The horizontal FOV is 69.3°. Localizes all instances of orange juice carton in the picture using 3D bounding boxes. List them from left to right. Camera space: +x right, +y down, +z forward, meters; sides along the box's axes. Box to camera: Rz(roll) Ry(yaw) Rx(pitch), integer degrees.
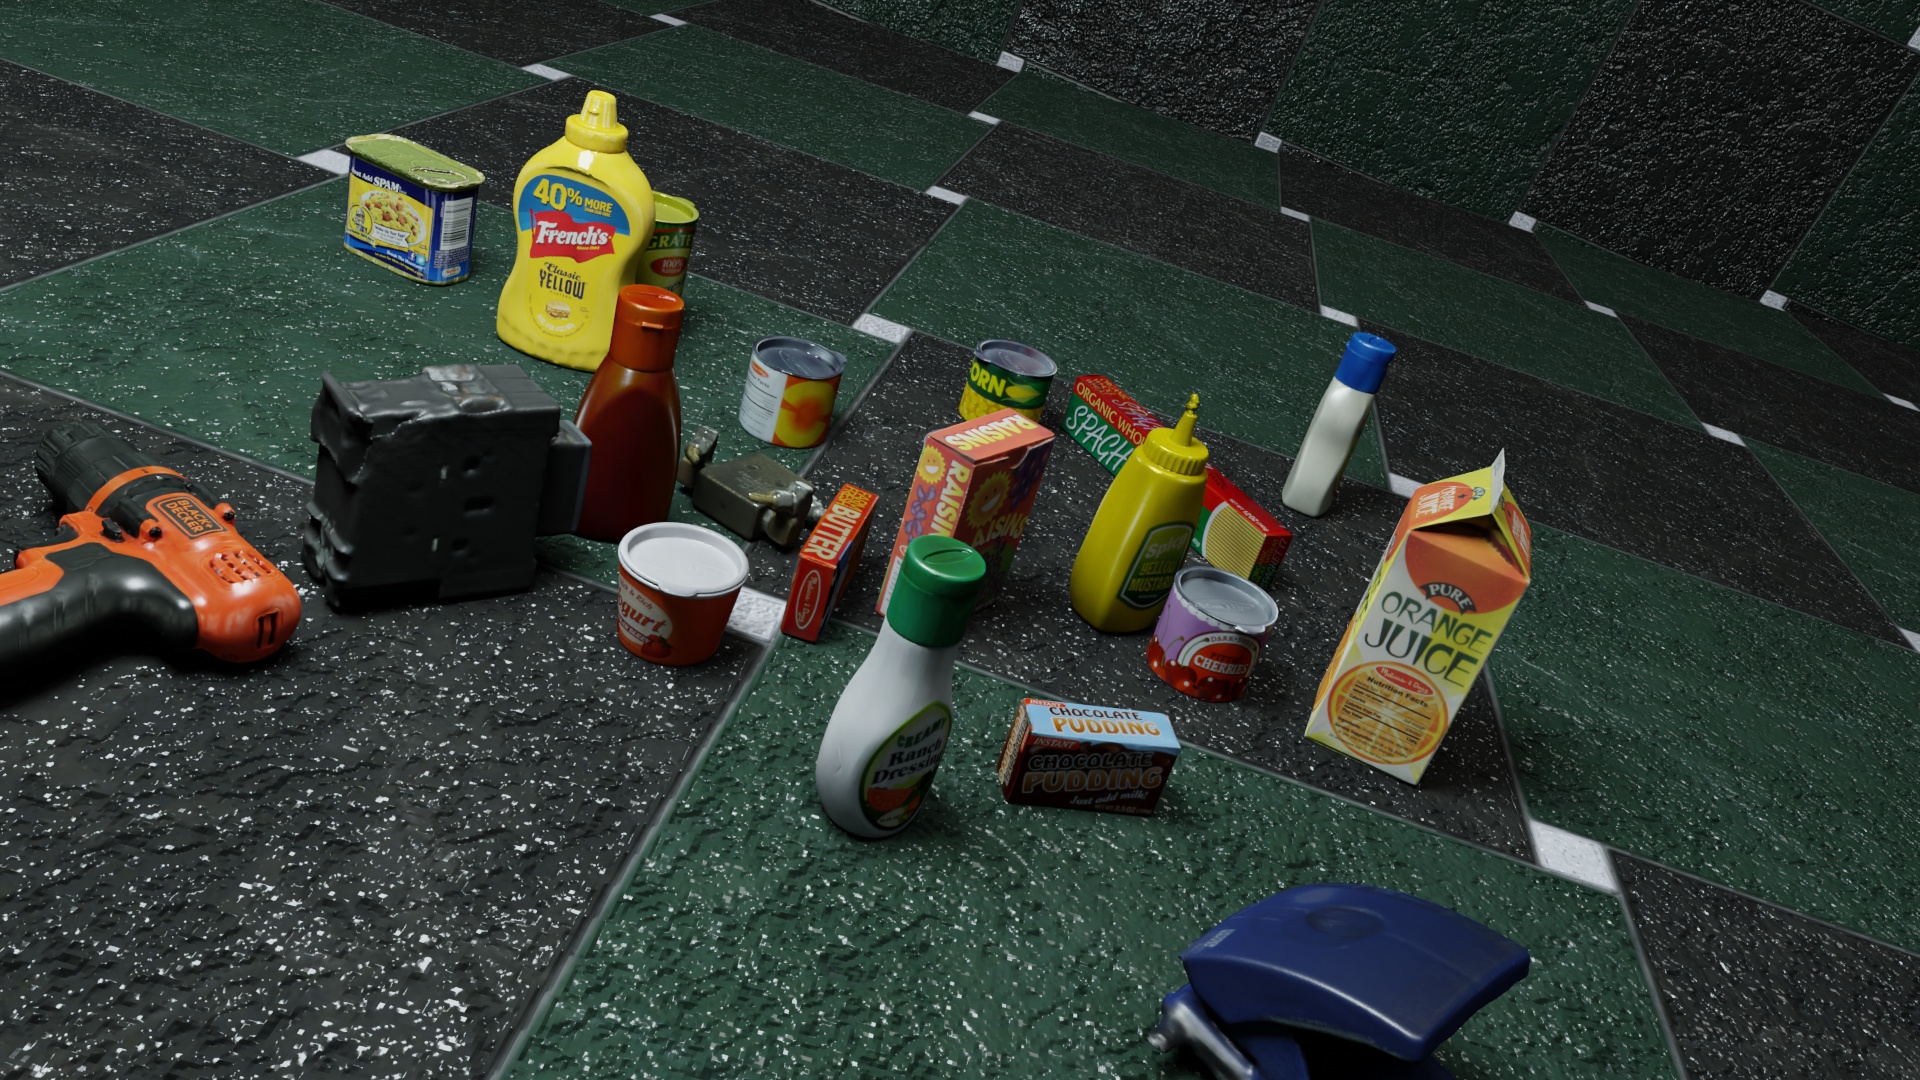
[{"bbox_3d":[0.276,0.040,0.816,0.073,0.191,0.072,24,28,12],"label":"orange juice carton"}]

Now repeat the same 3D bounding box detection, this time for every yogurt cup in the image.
[{"bbox_3d":[-0.151,0.030,0.737,0.072,0.053,0.073,14,28,-7],"label":"yogurt cup"}]

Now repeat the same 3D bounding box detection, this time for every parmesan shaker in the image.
[{"bbox_3d":[-0.241,-0.209,1.063,0.071,0.102,0.071,14,28,-7],"label":"parmesan shaker"}]

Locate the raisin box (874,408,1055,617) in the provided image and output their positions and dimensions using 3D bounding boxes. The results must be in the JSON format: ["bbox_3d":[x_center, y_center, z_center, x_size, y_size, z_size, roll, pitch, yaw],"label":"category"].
[{"bbox_3d":[0.003,-0.010,0.824,0.040,0.122,0.086,32,31,26],"label":"raisin box"}]

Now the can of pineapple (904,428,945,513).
[{"bbox_3d":[0.001,-0.036,0.939,0.071,0.057,0.071,14,28,-7],"label":"can of pineapple"}]

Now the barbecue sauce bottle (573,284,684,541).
[{"bbox_3d":[-0.189,-0.071,0.797,0.065,0.147,0.044,6,30,-21],"label":"barbecue sauce bottle"}]

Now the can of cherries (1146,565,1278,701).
[{"bbox_3d":[0.155,0.059,0.856,0.071,0.058,0.072,14,28,-7],"label":"can of cherries"}]

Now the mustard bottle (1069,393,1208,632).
[{"bbox_3d":[0.118,-0.018,0.865,0.065,0.159,0.049,-4,35,-36],"label":"mustard bottle"}]

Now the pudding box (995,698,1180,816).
[{"bbox_3d":[0.066,0.112,0.718,0.084,0.049,0.030,9,29,-16],"label":"pudding box"}]

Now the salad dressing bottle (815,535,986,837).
[{"bbox_3d":[-0.026,0.068,0.640,0.064,0.147,0.044,-11,39,-42],"label":"salad dressing bottle"}]

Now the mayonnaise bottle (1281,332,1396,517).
[{"bbox_3d":[0.306,-0.094,1.123,0.041,0.147,0.065,25,28,13],"label":"mayonnaise bottle"}]

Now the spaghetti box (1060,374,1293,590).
[{"bbox_3d":[0.157,-0.050,1.063,0.029,0.050,0.251,-2,34,-33],"label":"spaghetti box"}]

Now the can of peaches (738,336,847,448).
[{"bbox_3d":[-0.120,-0.106,0.996,0.071,0.057,0.071,14,28,-7],"label":"can of peaches"}]

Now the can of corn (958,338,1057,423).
[{"bbox_3d":[0.035,-0.121,1.112,0.071,0.058,0.071,14,28,-7],"label":"can of corn"}]

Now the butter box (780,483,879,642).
[{"bbox_3d":[-0.076,0.011,0.814,0.024,0.053,0.104,19,28,2],"label":"butter box"}]
